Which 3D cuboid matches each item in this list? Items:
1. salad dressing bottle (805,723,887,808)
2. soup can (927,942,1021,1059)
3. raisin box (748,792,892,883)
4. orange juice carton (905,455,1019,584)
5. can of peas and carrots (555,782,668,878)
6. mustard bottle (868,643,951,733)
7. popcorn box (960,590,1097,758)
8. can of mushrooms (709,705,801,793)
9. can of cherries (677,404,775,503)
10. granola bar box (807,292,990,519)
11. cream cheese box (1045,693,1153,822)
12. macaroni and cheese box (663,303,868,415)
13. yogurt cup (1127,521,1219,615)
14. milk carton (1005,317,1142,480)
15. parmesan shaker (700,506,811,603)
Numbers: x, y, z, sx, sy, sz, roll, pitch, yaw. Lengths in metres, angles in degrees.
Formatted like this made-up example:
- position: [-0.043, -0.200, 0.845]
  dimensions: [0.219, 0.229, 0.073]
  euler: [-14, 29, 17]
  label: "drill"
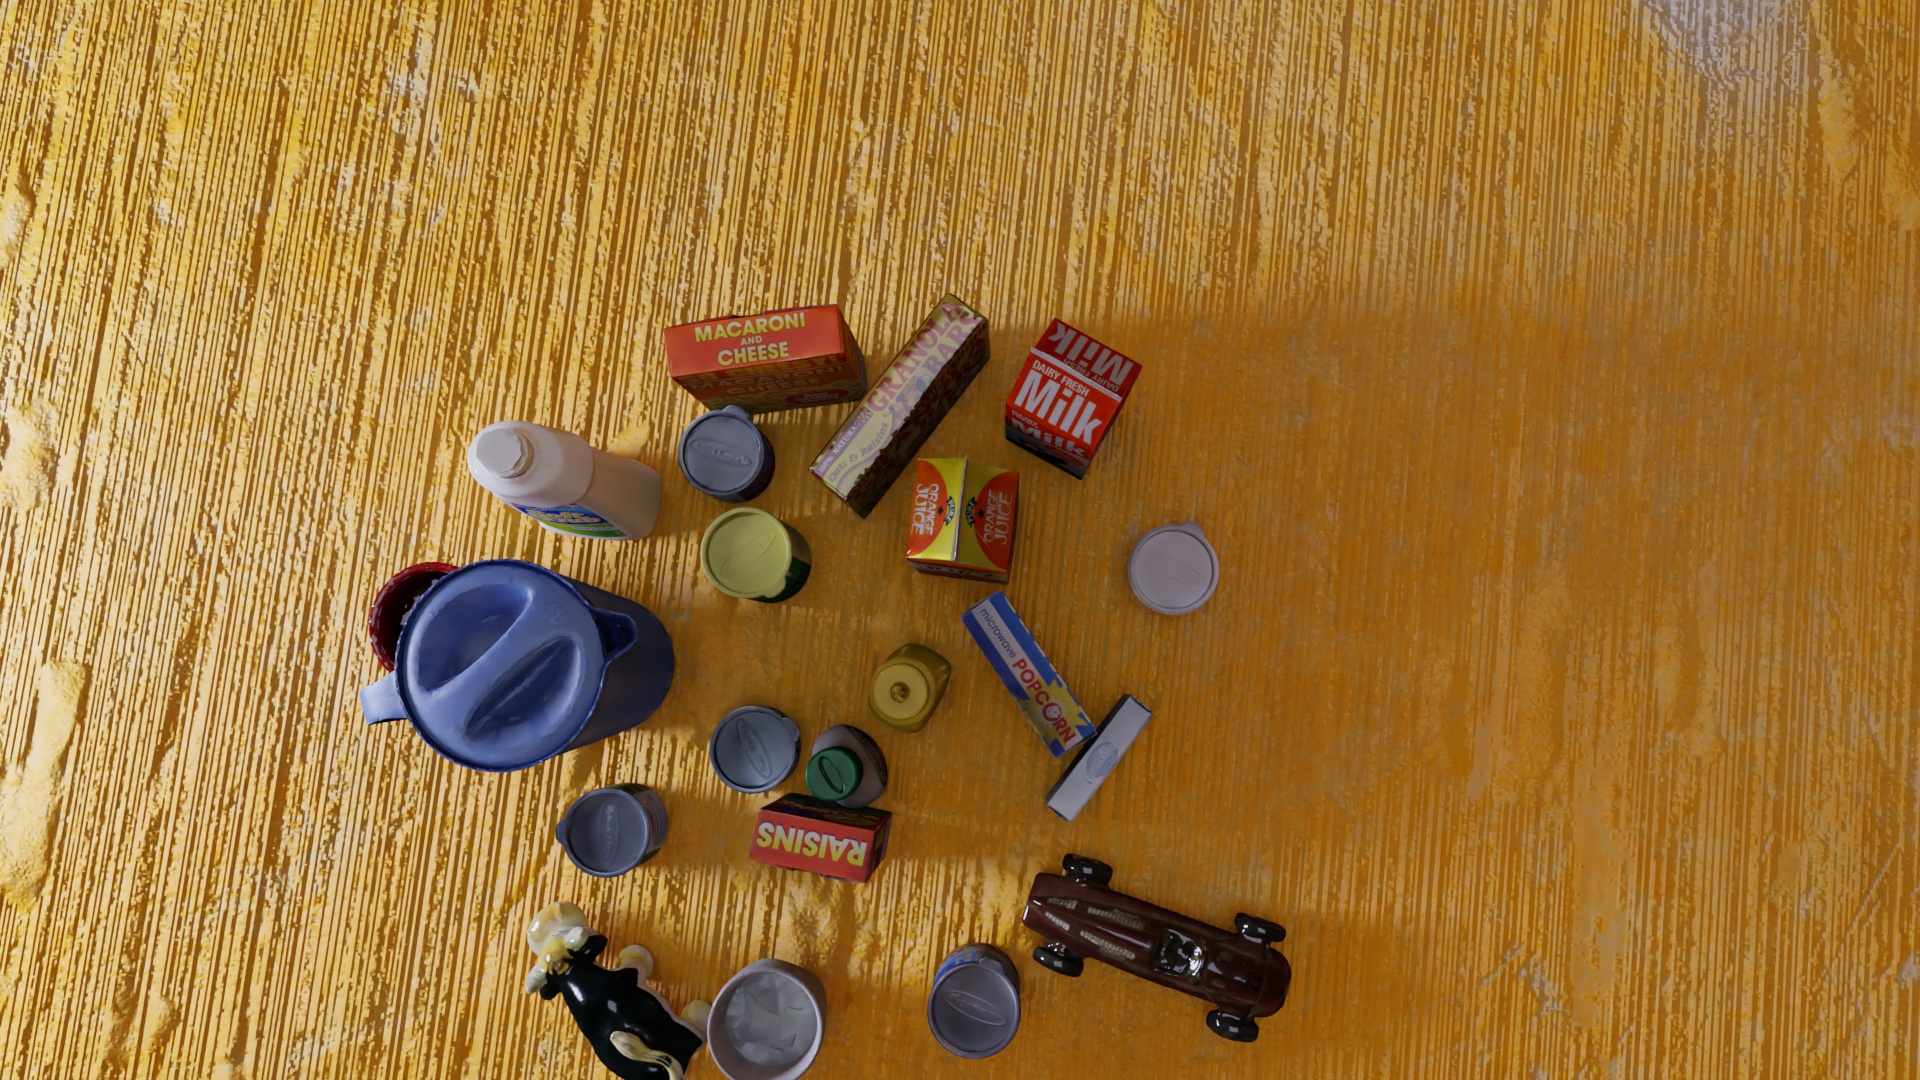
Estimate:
- position: [-0.084, 0.165, 1.006]
  dimensions: [0.044, 0.147, 0.064]
  euler: [-32, 84, -1]
  label: "salad dressing bottle"
- position: [0.013, 0.332, 1.017]
  dimensions: [0.071, 0.083, 0.071]
  euler: [0, 84, 2]
  label: "soup can"
- position: [-0.099, 0.215, 1.014]
  dimensions: [0.086, 0.123, 0.040]
  euler: [11, 85, 3]
  label: "raisin box"
- position: [0.004, -0.013, 1.000]
  dimensions: [0.073, 0.192, 0.072]
  euler: [7, 85, 3]
  label: "orange juice carton"
- position: [-0.263, 0.218, 1.052]
  dimensions: [0.071, 0.058, 0.071]
  euler: [0, 84, 2]
  label: "can of peas and carrots"
- position: [-0.039, 0.107, 1.005]
  dimensions: [0.049, 0.160, 0.065]
  euler: [26, 86, 4]
  label: "mustard bottle"
- position: [0.051, 0.099, 1.040]
  dimensions: [0.038, 0.085, 0.127]
  euler: [-34, 84, -1]
  label: "popcorn box"
- position: [-0.155, 0.159, 1.067]
  dimensions: [0.071, 0.033, 0.071]
  euler: [0, 84, 2]
  label: "can of mushrooms"
- position: [-0.179, -0.066, 1.079]
  dimensions: [0.071, 0.058, 0.071]
  euler: [0, 84, 2]
  label: "can of cherries"
- position: [-0.043, -0.098, 1.045]
  dimensions: [0.039, 0.124, 0.165]
  euler: [37, 87, 5]
  label: "granola bar box"
- position: [0.104, 0.163, 1.047]
  dimensions: [0.024, 0.053, 0.104]
  euler: [38, 87, 5]
  label: "cream cheese box"
- position: [-0.139, -0.131, 1.031]
  dimensions: [0.124, 0.166, 0.040]
  euler: [-8, 84, 1]
  label: "macaroni and cheese box"
- position: [0.160, 0.024, 1.060]
  dimensions: [0.072, 0.054, 0.072]
  euler: [0, 84, 2]
  label: "yogurt cup"
- position: [0.080, -0.103, 1.007]
  dimensions: [0.072, 0.190, 0.073]
  euler: [29, 86, 5]
  label: "milk carton"
- position: [-0.150, 0.016, 1.047]
  dimensions: [0.071, 0.103, 0.071]
  euler: [0, 84, 2]
  label: "parmesan shaker"
